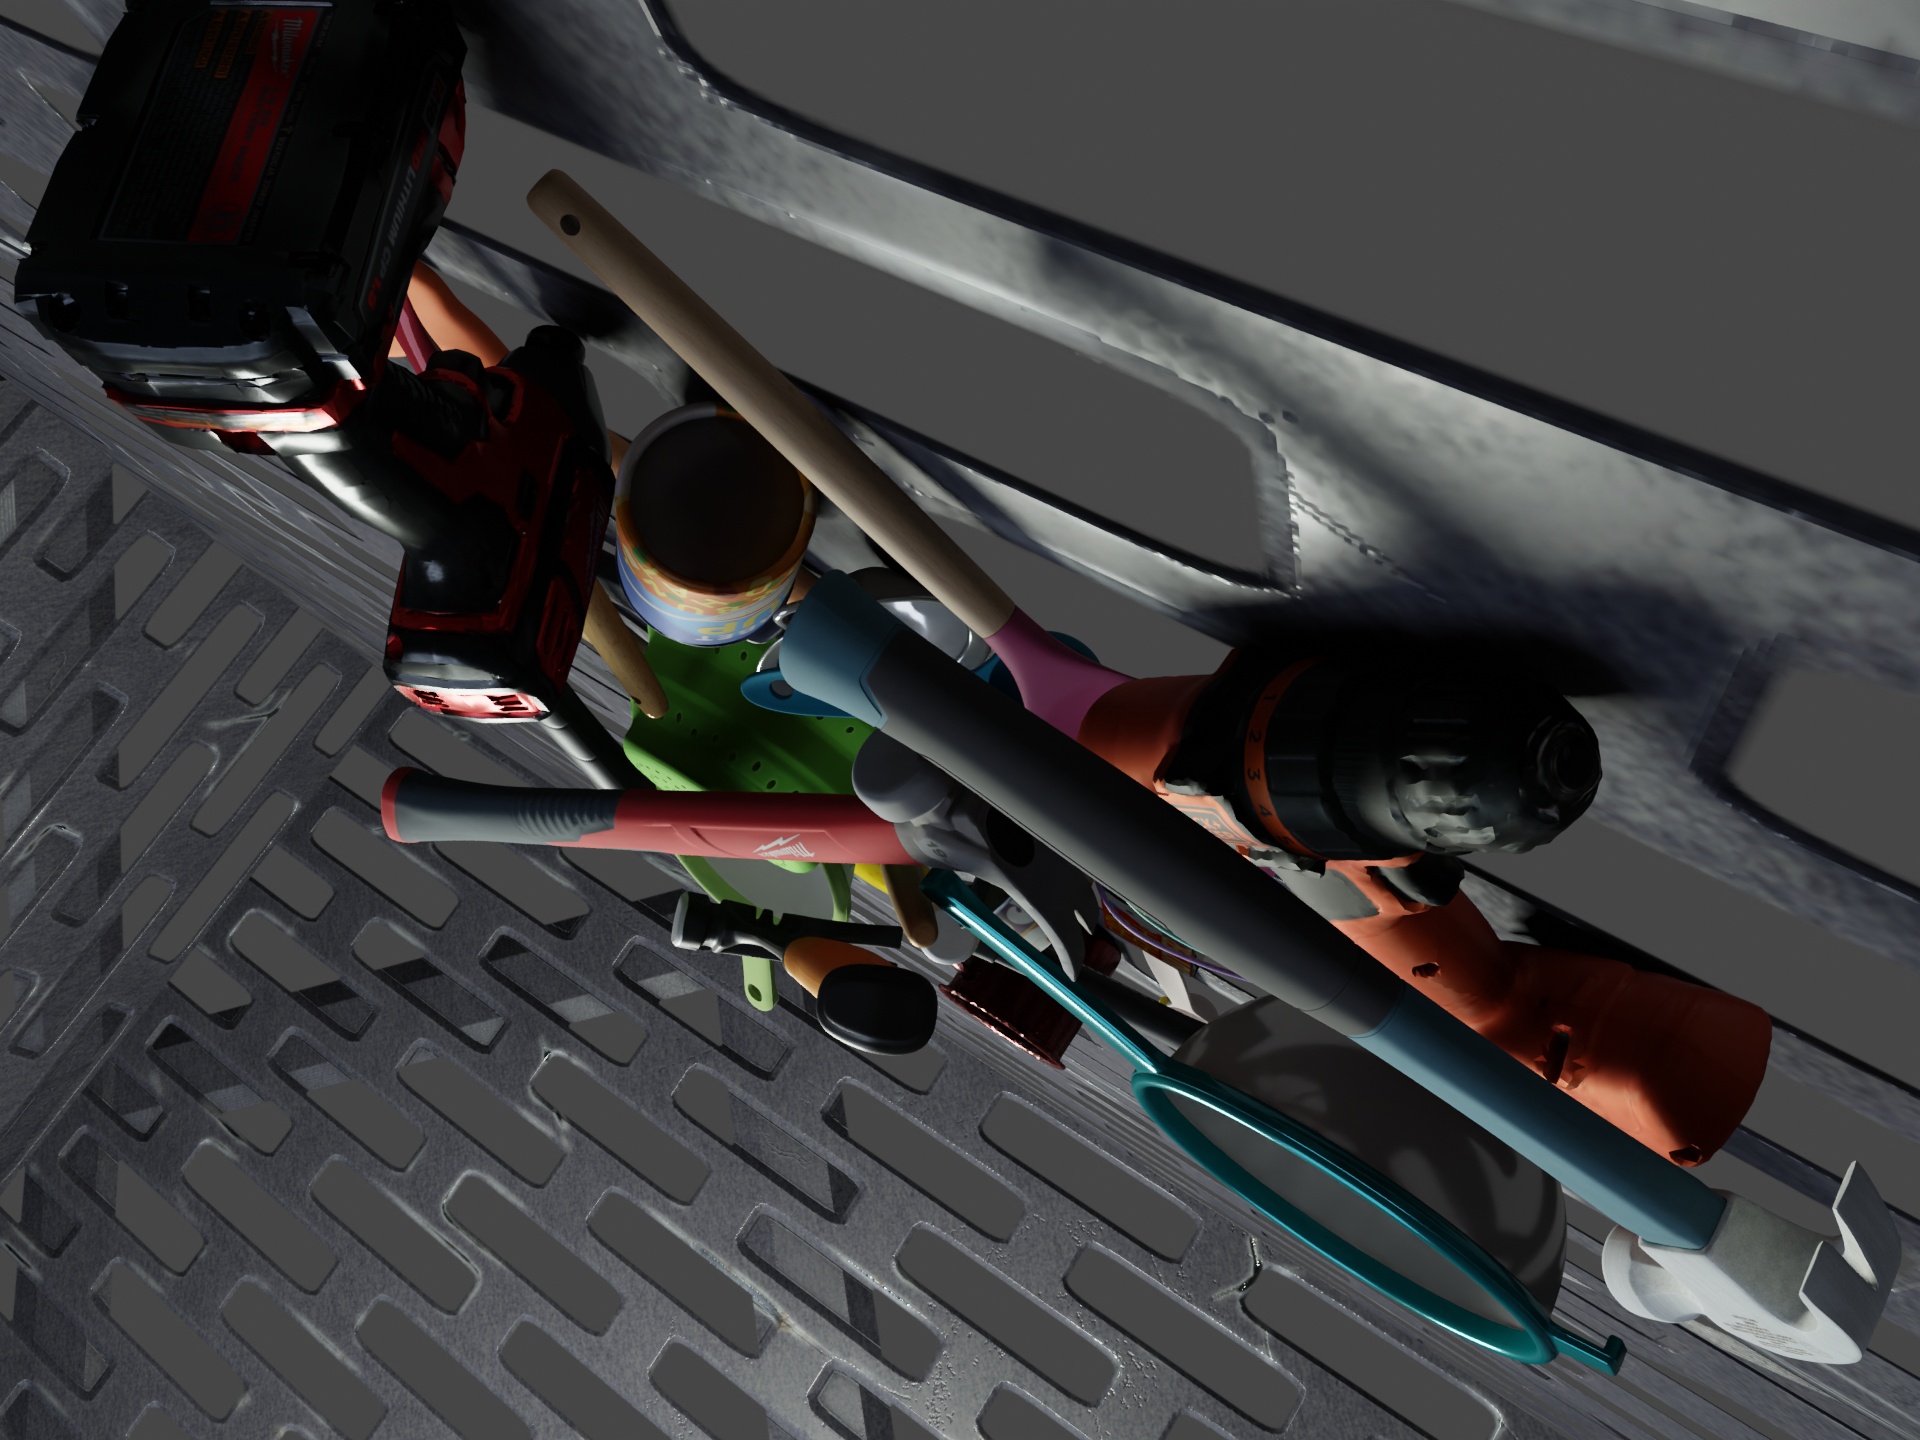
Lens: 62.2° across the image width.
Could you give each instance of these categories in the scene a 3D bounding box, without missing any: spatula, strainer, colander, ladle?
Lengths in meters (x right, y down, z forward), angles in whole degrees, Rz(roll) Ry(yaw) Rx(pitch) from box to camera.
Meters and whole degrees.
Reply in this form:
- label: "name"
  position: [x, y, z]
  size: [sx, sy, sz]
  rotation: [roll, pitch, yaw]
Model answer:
- label: "spatula"
  position: [-0.140, -0.096, 0.627]
  size: [0.322, 0.041, 0.081]
  rotation: [35, 143, -11]
- label: "strainer"
  position: [-0.111, 0.091, 0.976]
  size: [0.151, 0.069, 0.256]
  rotation: [30, 144, 20]
- label: "colander"
  position: [-0.157, -0.022, 0.814]
  size: [0.397, 0.094, 0.204]
  rotation: [26, 165, 31]
- label: "strainer"
  position: [0.139, 0.147, 0.716]
  size: [0.340, 0.095, 0.211]
  rotation: [39, 164, -2]
- label: "ladle"
  position: [-0.180, -0.105, 0.595]
  size: [0.069, 0.031, 0.315]
  rotation: [20, 150, 35]
- label: "strainer"
  position: [-0.001, -0.002, 0.631]
  size: [0.087, 0.050, 0.258]
  rotation: [-21, 146, 20]

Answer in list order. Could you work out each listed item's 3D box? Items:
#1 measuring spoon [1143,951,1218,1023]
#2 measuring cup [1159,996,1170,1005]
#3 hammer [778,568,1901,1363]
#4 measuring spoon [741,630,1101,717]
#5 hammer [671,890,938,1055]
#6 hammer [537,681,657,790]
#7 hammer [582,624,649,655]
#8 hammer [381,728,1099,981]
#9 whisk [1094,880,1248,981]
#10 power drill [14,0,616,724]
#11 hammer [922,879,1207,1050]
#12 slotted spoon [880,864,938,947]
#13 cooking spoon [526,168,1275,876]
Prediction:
- label: "measuring spoon"
  position: [0.127, 0.148, 0.923]
  size: [0.034, 0.018, 0.124]
  rotation: [16, 152, 33]
- label: "measuring cup"
  position: [0.154, 0.202, 0.956]
  size: [0.062, 0.029, 0.157]
  rotation: [16, -160, -21]
- label: "hammer"
  position: [0.095, 0.067, 0.413]
  size: [0.331, 0.033, 0.128]
  rotation: [34, 163, -3]
- label: "measuring spoon"
  position: [-0.012, -0.015, 0.545]
  size: [0.128, 0.021, 0.042]
  rotation: [1, 126, 13]
- label: "hammer"
  position: [-0.057, 0.113, 0.728]
  size: [0.127, 0.034, 0.337]
  rotation: [12, 175, -13]
- label: "hammer"
  position: [-0.264, -0.083, 0.782]
  size: [0.149, 0.036, 0.408]
  rotation: [42, 168, 47]
- label: "hammer"
  position: [-0.234, -0.065, 0.990]
  size: [0.331, 0.031, 0.130]
  rotation: [37, 167, -12]
- label: "hammer"
  position: [-0.124, 0.053, 0.707]
  size: [0.386, 0.038, 0.143]
  rotation: [-1, 145, 39]
- label: "whisk"
  position: [0.160, 0.105, 0.640]
  size: [0.245, 0.051, 0.047]
  rotation: [30, -172, -1]
- label: "power drill"
  position: [-0.159, -0.101, 0.467]
  size: [0.078, 0.143, 0.219]
  rotation: [4, 158, 8]
- label: "hammer"
  position: [0.126, 0.173, 0.870]
  size: [0.334, 0.035, 0.146]
  rotation: [27, 180, -2]
- label: "slotted spoon"
  position: [-0.033, 0.072, 0.836]
  size: [0.070, 0.031, 0.314]
  rotation: [58, 178, -10]
- label: "cooking spoon"
  position: [-0.006, -0.048, 0.493]
  size: [0.318, 0.068, 0.017]
  rotation: [42, -151, -19]
